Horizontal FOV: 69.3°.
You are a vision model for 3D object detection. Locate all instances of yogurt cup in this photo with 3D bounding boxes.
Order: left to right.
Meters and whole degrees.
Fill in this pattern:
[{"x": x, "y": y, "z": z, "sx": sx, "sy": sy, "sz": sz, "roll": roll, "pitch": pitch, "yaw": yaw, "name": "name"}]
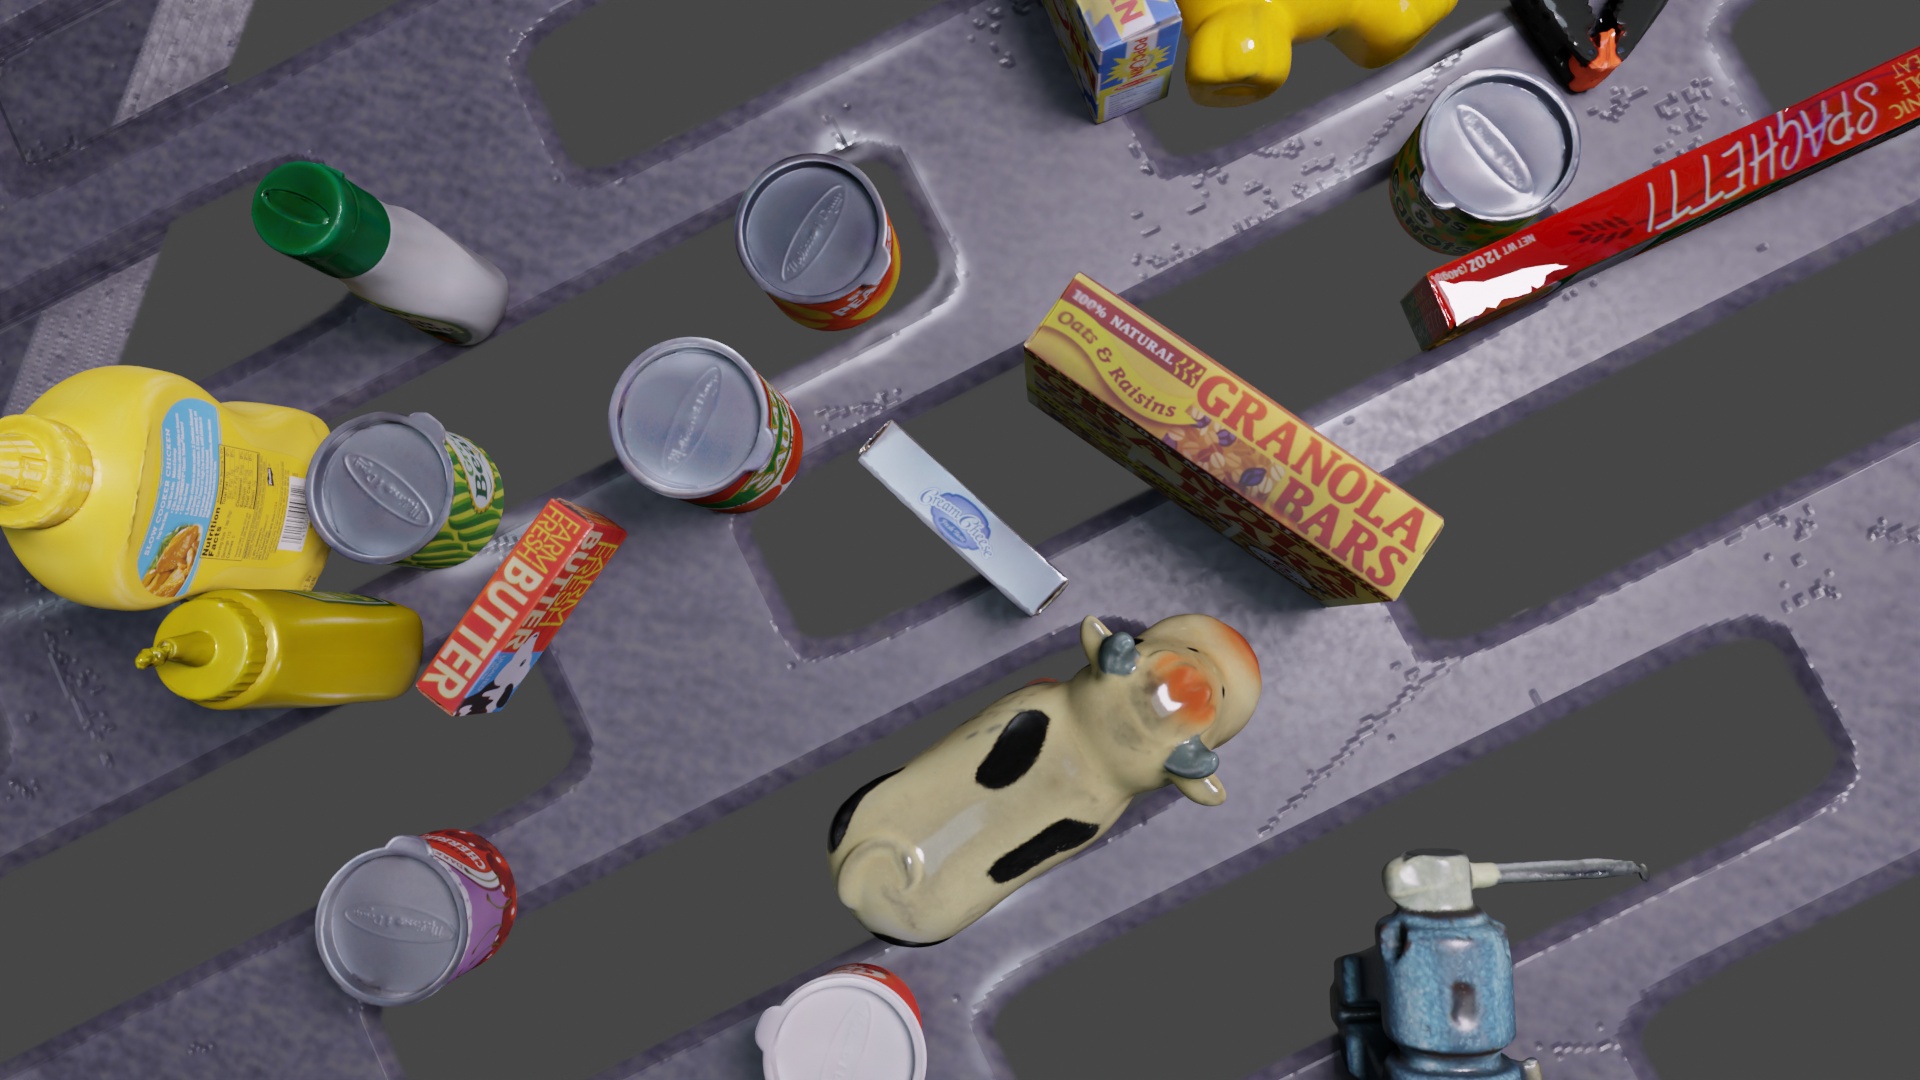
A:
[{"x": -0.046, "y": 0.214, "z": 0.594, "sx": 0.072, "sy": 0.054, "sz": 0.072, "roll": 0, "pitch": 86, "yaw": 4, "name": "yogurt cup"}]

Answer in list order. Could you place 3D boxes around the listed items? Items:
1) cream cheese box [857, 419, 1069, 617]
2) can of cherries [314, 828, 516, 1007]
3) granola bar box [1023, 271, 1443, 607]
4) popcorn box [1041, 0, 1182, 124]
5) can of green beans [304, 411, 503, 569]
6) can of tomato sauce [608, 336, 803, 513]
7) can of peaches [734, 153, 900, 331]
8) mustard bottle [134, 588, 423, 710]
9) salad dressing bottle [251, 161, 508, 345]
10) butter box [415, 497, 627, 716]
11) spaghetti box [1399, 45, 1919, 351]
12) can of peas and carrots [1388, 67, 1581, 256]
[{"x": 0.002, "y": -0.008, "z": 0.609, "sx": 0.104, "sy": 0.053, "sz": 0.024, "roll": 42, "pitch": 90, "yaw": 6, "name": "cream cheese box"}, {"x": -0.235, "y": 0.161, "z": 0.608, "sx": 0.071, "sy": 0.058, "sz": 0.071, "roll": 0, "pitch": 86, "yaw": 4, "name": "can of cherries"}, {"x": 0.104, "y": -0.036, "z": 0.570, "sx": 0.165, "sy": 0.124, "sz": 0.039, "roll": 35, "pitch": 89, "yaw": 6, "name": "granola bar box"}, {"x": 0.053, "y": -0.259, "z": 0.610, "sx": 0.038, "sy": 0.085, "sz": 0.127, "roll": -23, "pitch": 85, "yaw": 2, "name": "popcorn box"}, {"x": -0.247, "y": -0.021, "z": 0.624, "sx": 0.071, "sy": 0.058, "sz": 0.071, "roll": 0, "pitch": 86, "yaw": 4, "name": "can of green beans"}, {"x": -0.106, "y": -0.047, "z": 0.604, "sx": 0.071, "sy": 0.083, "sz": 0.071, "roll": 0, "pitch": 86, "yaw": 4, "name": "can of tomato sauce"}, {"x": -0.060, "y": -0.130, "z": 0.621, "sx": 0.071, "sy": 0.058, "sz": 0.071, "roll": 0, "pitch": 86, "yaw": 4, "name": "can of peaches"}, {"x": -0.280, "y": 0.044, "z": 0.569, "sx": 0.065, "sy": 0.160, "sz": 0.049, "roll": 5, "pitch": 86, "yaw": 4, "name": "mustard bottle"}, {"x": -0.241, "y": -0.119, "z": 0.586, "sx": 0.064, "sy": 0.147, "sz": 0.044, "roll": 24, "pitch": 88, "yaw": 5, "name": "salad dressing bottle"}, {"x": -0.194, "y": 0.030, "z": 0.619, "sx": 0.024, "sy": 0.053, "sz": 0.103, "roll": 35, "pitch": 88, "yaw": 5, "name": "butter box"}, {"x": 0.314, "y": -0.150, "z": 0.603, "sx": 0.250, "sy": 0.050, "sz": 0.028, "roll": -25, "pitch": 85, "yaw": 1, "name": "spaghetti box"}, {"x": 0.224, "y": -0.161, "z": 0.605, "sx": 0.071, "sy": 0.058, "sz": 0.071, "roll": 0, "pitch": 86, "yaw": 4, "name": "can of peas and carrots"}]
